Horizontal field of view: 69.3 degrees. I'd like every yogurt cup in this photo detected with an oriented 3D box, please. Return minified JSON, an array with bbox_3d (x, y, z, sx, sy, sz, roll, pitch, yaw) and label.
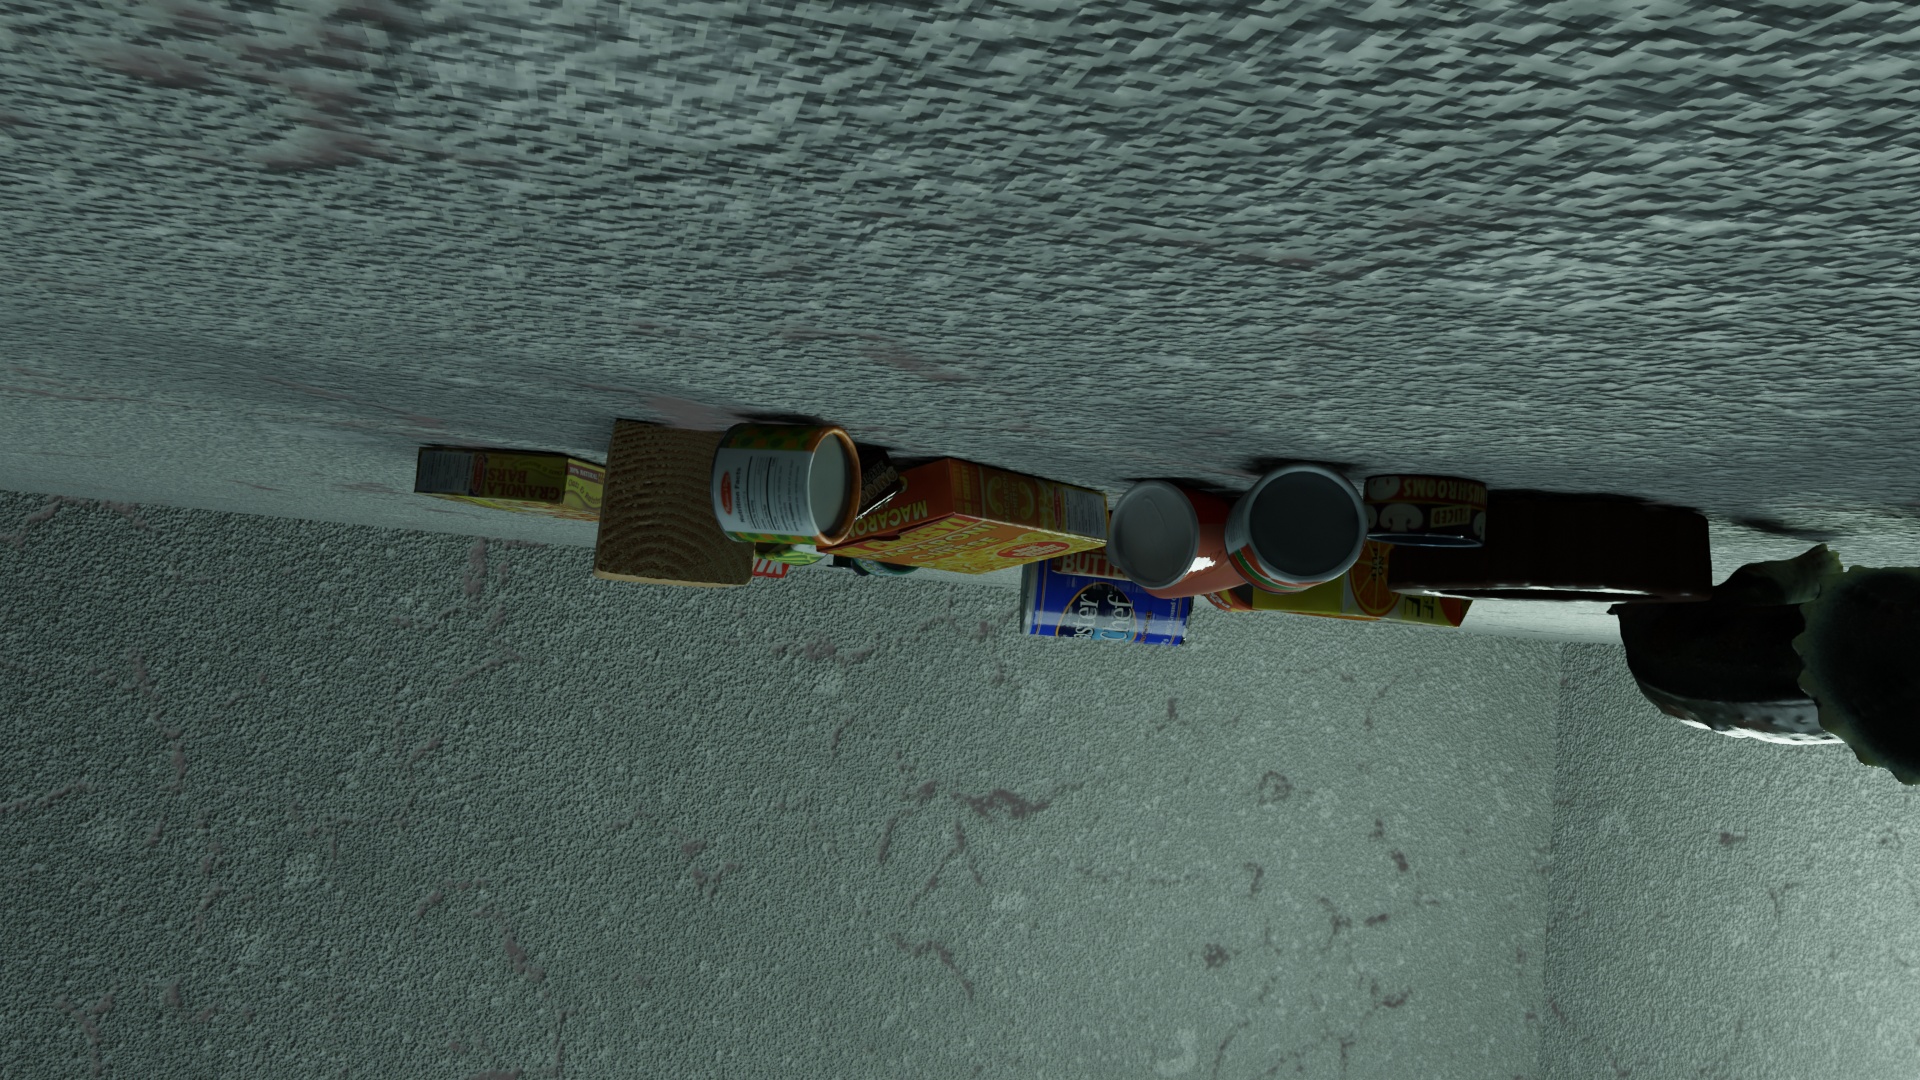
[{"bbox_3d":[0.136,-0.005,0.876,0.054,0.072,0.072,-2,-178,-45],"label":"yogurt cup"}]

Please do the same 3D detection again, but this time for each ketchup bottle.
[{"bbox_3d":[0.183,-0.001,0.907,0.043,0.065,0.148,31,153,-34],"label":"ketchup bottle"}]

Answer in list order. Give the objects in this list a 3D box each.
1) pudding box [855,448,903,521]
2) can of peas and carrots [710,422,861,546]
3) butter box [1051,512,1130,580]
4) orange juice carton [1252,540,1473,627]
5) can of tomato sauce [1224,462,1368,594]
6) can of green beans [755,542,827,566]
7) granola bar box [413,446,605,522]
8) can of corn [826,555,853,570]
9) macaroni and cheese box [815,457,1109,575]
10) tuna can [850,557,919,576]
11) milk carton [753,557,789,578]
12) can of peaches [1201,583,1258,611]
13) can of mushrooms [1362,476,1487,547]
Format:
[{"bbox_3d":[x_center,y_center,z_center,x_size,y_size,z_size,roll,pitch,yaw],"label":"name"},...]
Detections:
[{"bbox_3d":[-0.080,-0.031,0.844,0.050,0.030,0.083,-36,-159,-32],"label":"pudding box"},{"bbox_3d":[-0.092,-0.031,0.755,0.059,0.071,0.071,3,175,22],"label":"can of peas and carrots"},{"bbox_3d":[0.125,0.005,1.102,0.103,0.053,0.024,7,178,-13],"label":"butter box"},{"bbox_3d":[0.290,0.021,0.967,0.193,0.073,0.072,8,175,-42],"label":"orange juice carton"},{"bbox_3d":[0.184,-0.005,0.761,0.071,0.071,0.083,5,175,5],"label":"can of tomato sauce"},{"bbox_3d":[-0.128,-0.016,1.017,0.071,0.071,0.058,4,175,18],"label":"can of green beans"},{"bbox_3d":[-0.331,-0.042,1.105,0.124,0.039,0.165,5,176,12],"label":"granola bar box"},{"bbox_3d":[-0.080,-0.002,1.224,0.071,0.058,0.071,5,176,0],"label":"can of corn"},{"bbox_3d":[0.003,-0.012,0.934,0.123,0.040,0.166,-15,165,39],"label":"macaroni and cheese box"},{"bbox_3d":[-0.056,-0.003,1.096,0.071,0.071,0.033,7,174,-29],"label":"tuna can"},{"bbox_3d":[-0.208,-0.006,1.233,0.072,0.073,0.190,8,175,-34],"label":"milk carton"},{"bbox_3d":[0.244,0.029,1.197,0.071,0.071,0.058,6,175,-12],"label":"can of peaches"},{"bbox_3d":[0.256,-0.015,0.765,0.071,0.033,0.071,6,176,0],"label":"can of mushrooms"}]
